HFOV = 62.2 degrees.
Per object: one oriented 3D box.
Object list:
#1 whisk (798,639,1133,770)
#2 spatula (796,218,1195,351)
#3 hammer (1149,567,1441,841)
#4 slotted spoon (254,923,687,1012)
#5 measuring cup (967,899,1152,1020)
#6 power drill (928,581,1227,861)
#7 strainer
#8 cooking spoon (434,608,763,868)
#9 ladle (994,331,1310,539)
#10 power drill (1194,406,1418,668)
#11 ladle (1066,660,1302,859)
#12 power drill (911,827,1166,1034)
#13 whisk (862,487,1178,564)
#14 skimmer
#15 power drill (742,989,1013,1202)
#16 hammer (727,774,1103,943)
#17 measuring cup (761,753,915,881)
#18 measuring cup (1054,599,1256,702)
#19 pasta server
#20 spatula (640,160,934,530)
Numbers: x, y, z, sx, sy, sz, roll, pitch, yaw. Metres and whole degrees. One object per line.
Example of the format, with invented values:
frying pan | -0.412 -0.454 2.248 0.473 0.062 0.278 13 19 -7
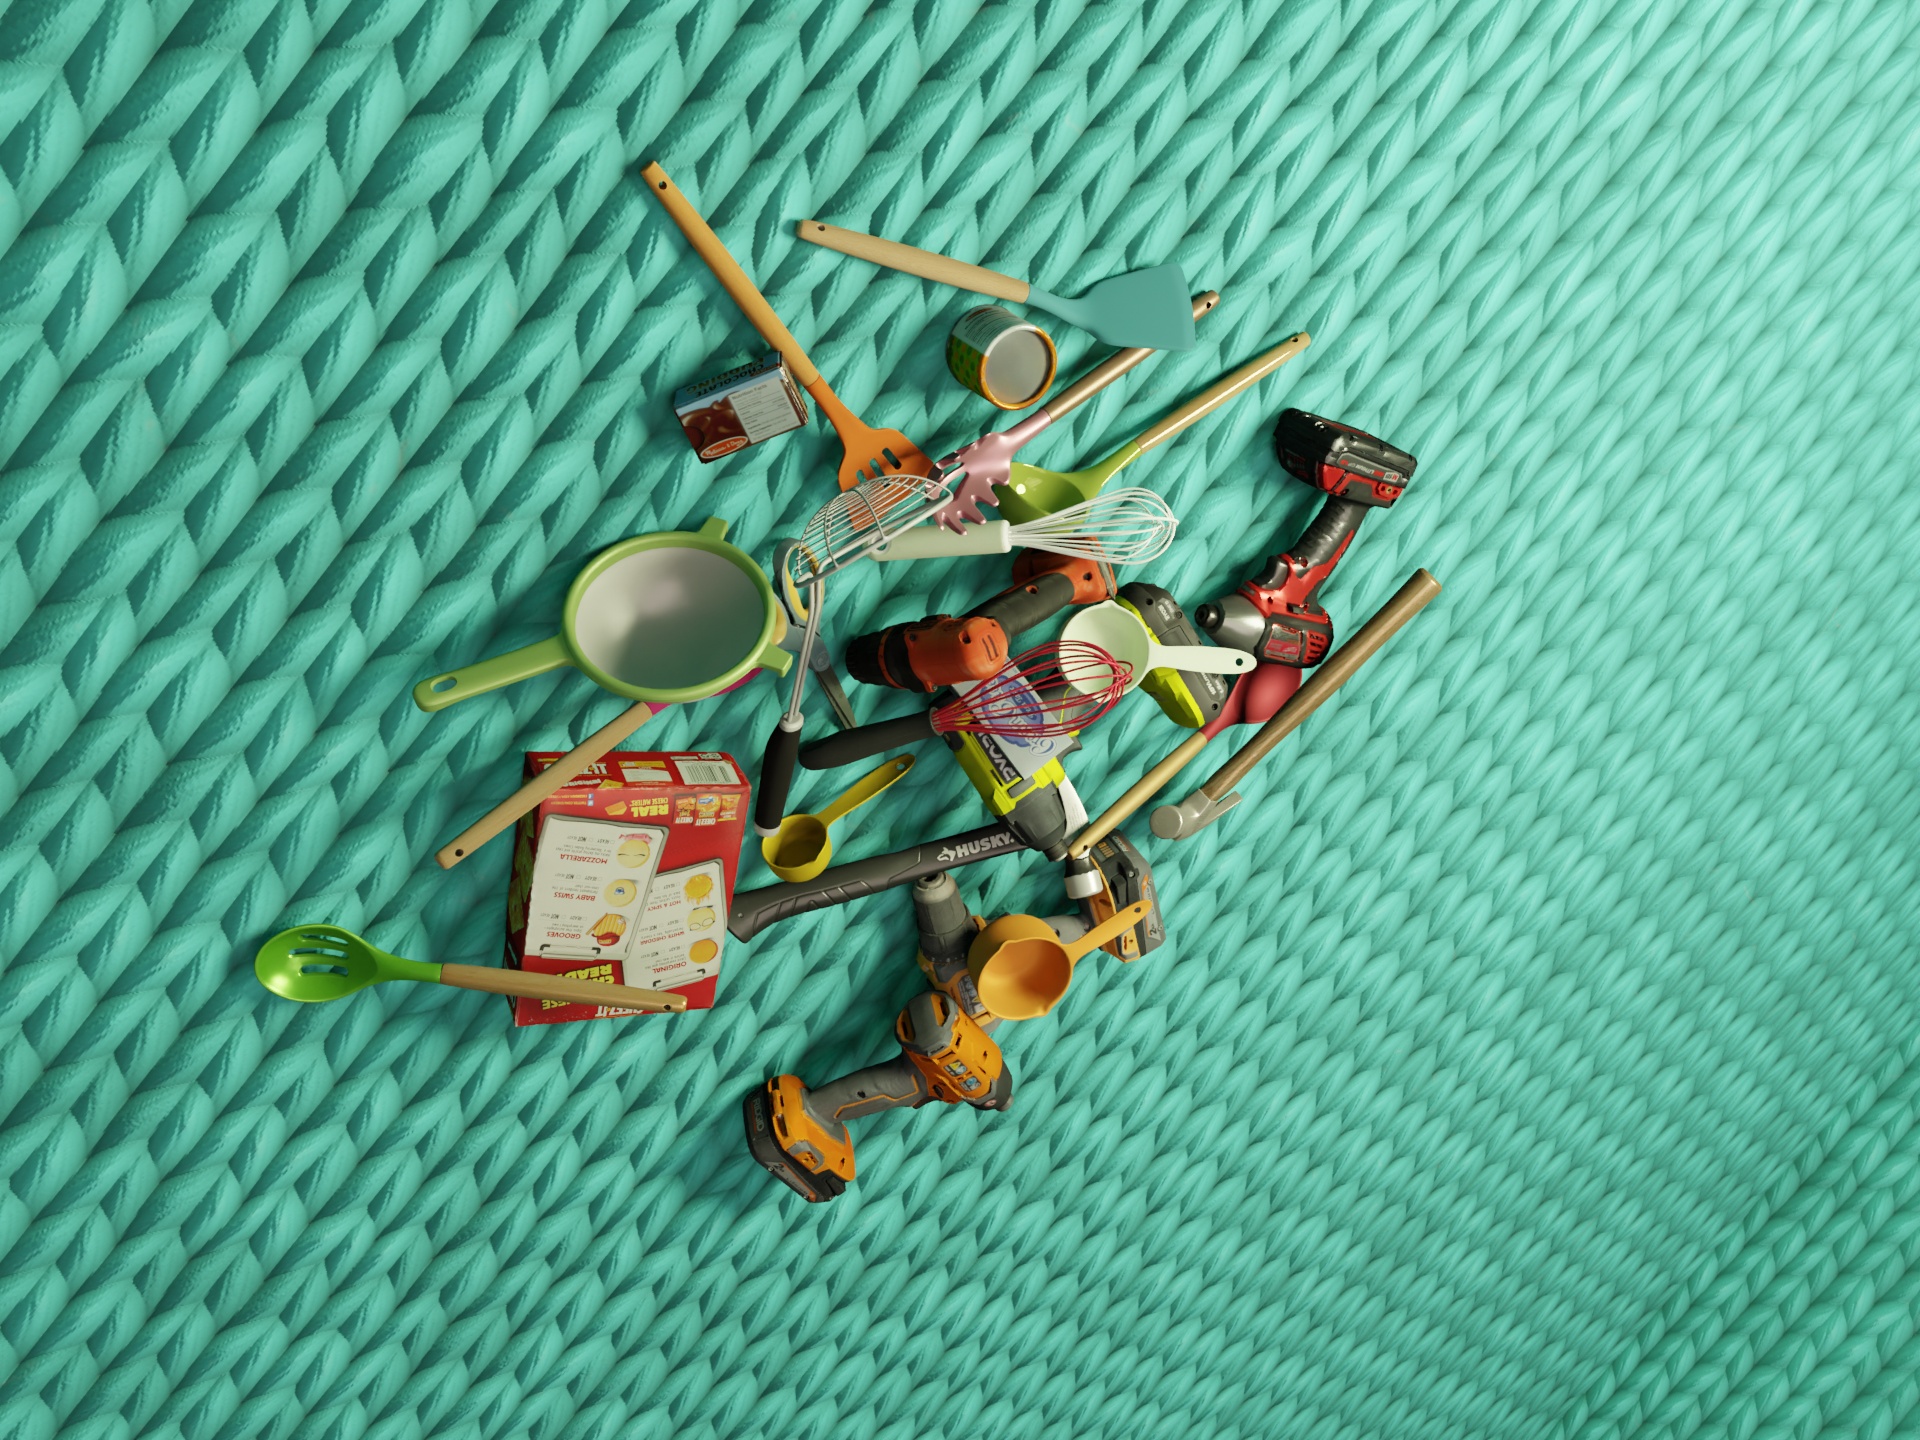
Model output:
whisk | -0.002 -0.004 1.248 0.296 0.073 0.073 -15 134 24
spatula | 0.030 -0.329 1.169 0.317 0.082 0.044 7 156 -29
hammer | 0.307 -0.011 1.447 0.331 0.031 0.130 -46 163 14
slotted spoon | -0.363 0.195 1.196 0.313 0.031 0.070 8 114 -8
measuring cup | 0.086 0.194 1.408 0.173 0.052 0.095 -30 122 -4
power drill | 0.106 -0.001 1.353 0.223 0.080 0.171 -34 99 -9
strainer | -0.255 -0.042 1.131 0.256 0.152 0.069 -20 149 -15
cooking spoon | -0.250 0.007 1.166 0.319 0.017 0.068 -40 121 -26
ladle | 0.163 -0.243 1.291 0.320 0.078 0.062 -34 152 -15
power drill | 0.296 -0.153 1.402 0.143 0.079 0.219 9 113 -33
ladle | 0.203 0.031 1.438 0.315 0.031 0.069 -38 122 -28
power drill | 0.065 0.180 1.467 0.226 0.084 0.185 -24 124 -11
whisk | 0.043 -0.141 1.213 0.246 0.059 0.058 -2 87 15
skimmer | -0.095 -0.031 1.199 0.127 0.090 0.363 -42 156 -48
power drill | -0.065 0.350 1.453 0.226 0.084 0.164 -30 130 9
hammer | -0.049 0.120 1.368 0.334 0.035 0.146 -15 90 -13
measuring cup | -0.097 0.081 1.339 0.156 0.062 0.029 -36 140 -20
measuring cup | 0.158 -0.053 1.303 0.167 0.038 0.083 4 92 -11
pasta server | 0.090 -0.247 1.229 0.316 0.040 0.060 -38 128 -18
spatula | -0.124 -0.263 1.137 0.081 0.041 0.322 -41 125 -2
